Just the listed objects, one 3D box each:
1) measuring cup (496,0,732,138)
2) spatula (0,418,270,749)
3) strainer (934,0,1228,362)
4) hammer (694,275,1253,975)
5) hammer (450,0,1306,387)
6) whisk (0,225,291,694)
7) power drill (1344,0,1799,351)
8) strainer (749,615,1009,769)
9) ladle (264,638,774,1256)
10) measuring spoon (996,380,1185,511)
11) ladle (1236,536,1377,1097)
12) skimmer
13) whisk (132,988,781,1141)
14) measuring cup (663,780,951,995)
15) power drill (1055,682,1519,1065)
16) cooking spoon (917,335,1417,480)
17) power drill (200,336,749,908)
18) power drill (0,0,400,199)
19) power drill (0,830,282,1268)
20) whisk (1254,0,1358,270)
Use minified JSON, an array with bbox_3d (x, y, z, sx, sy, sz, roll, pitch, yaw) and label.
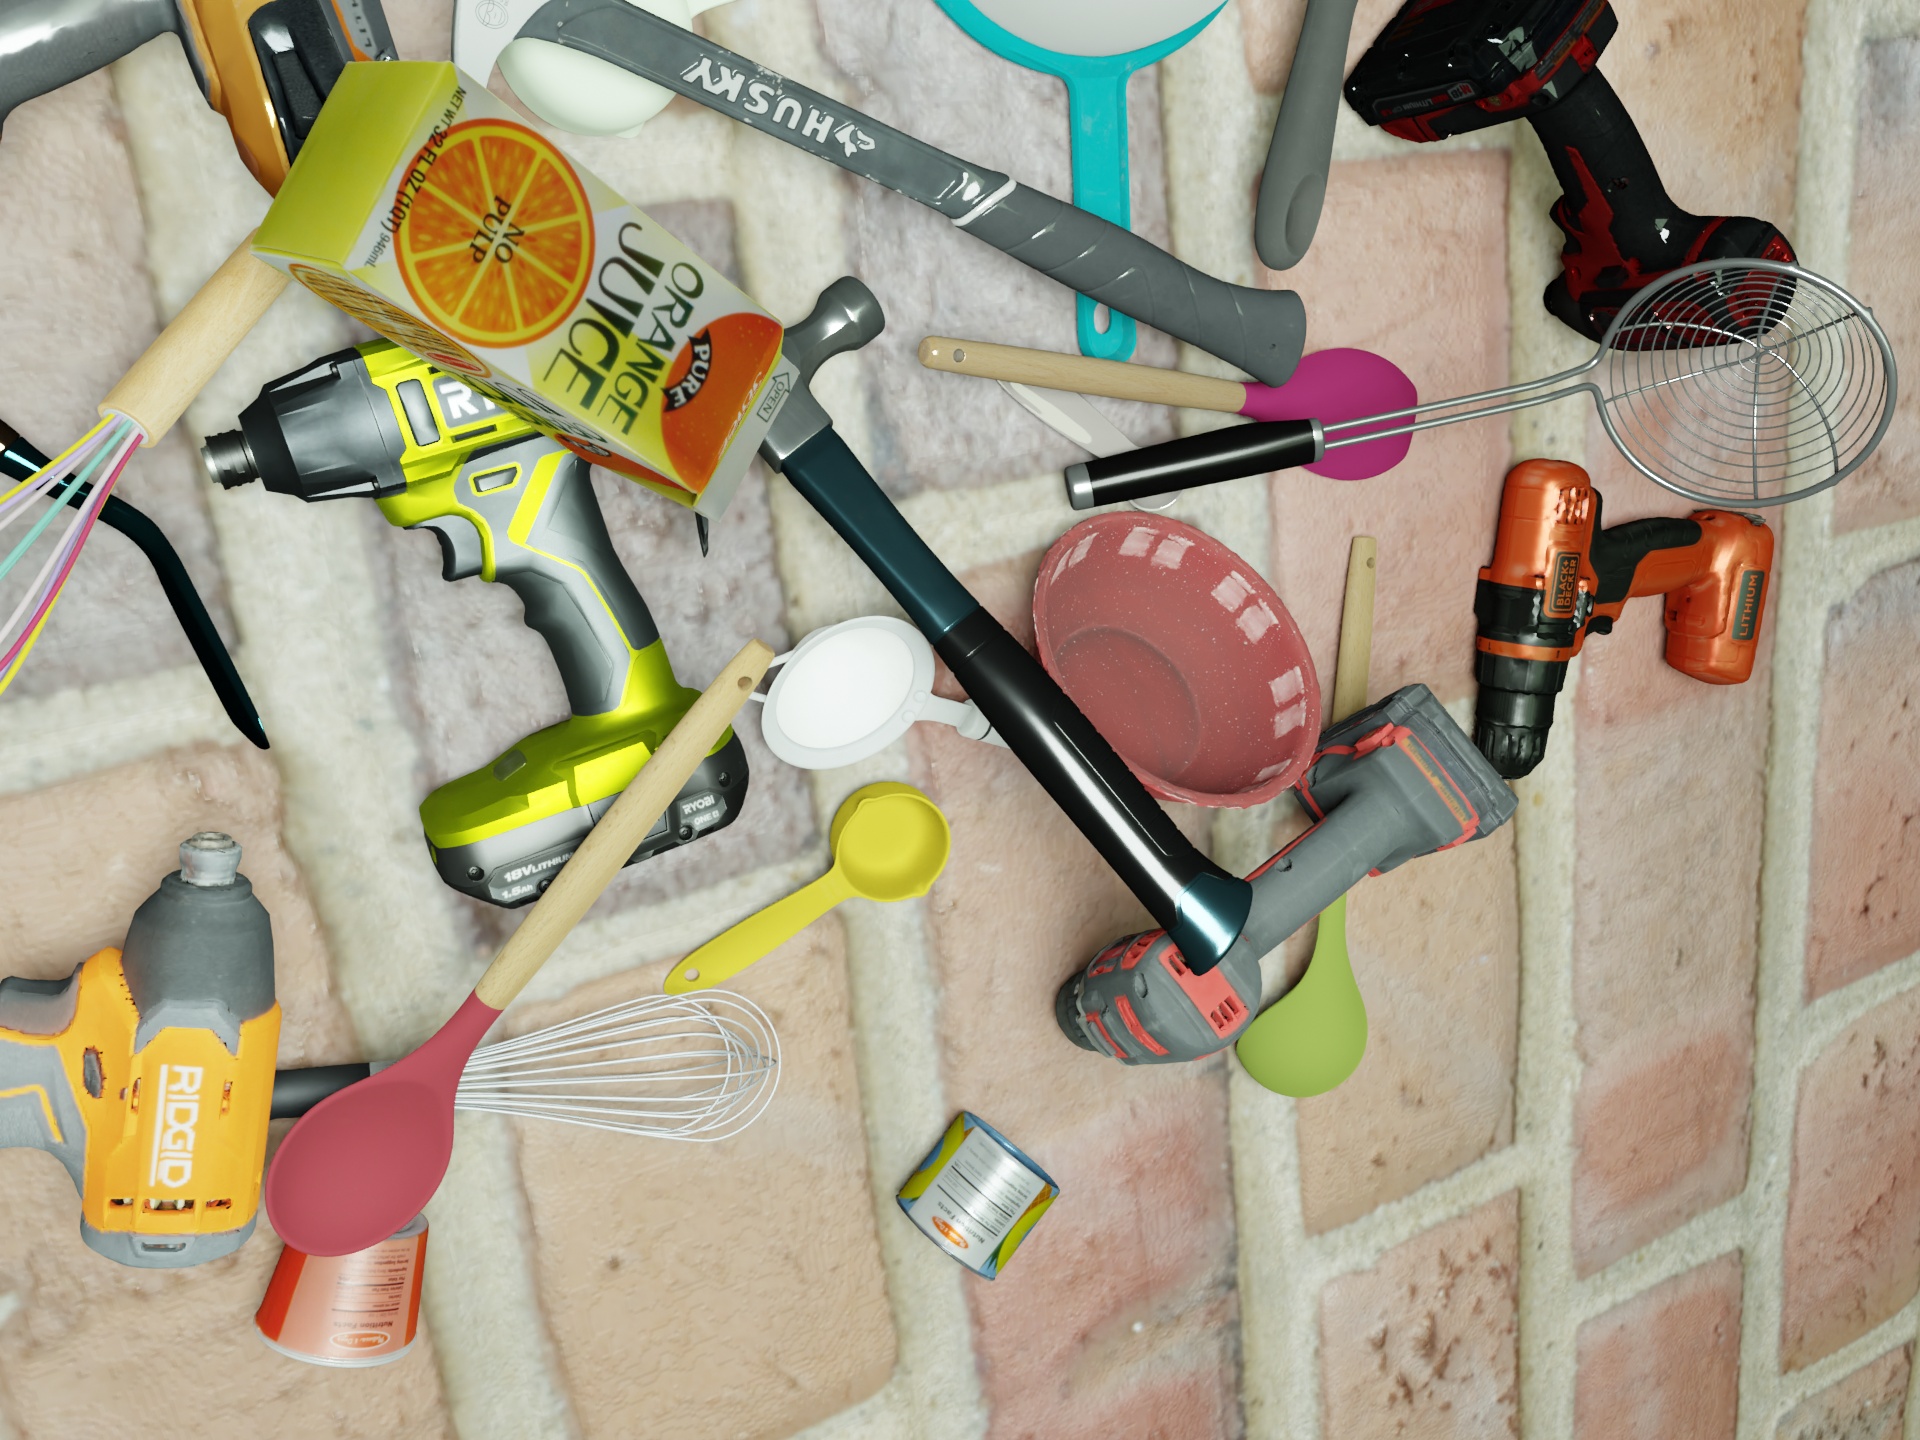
[{"bbox_3d":[-0.105,-0.293,0.635,0.167,0.038,0.083,-30,115,-14],"label":"measuring cup"},{"bbox_3d":[-0.364,-0.103,0.553,0.317,0.082,0.044,42,72,-24],"label":"spatula"},{"bbox_3d":[0.076,-0.323,0.683,0.211,0.095,0.340,-12,111,-23],"label":"strainer"},{"bbox_3d":[0.009,-0.031,0.679,0.128,0.033,0.331,-40,87,-14],"label":"hammer"},{"bbox_3d":[-0.009,-0.219,0.662,0.408,0.036,0.149,15,118,-32],"label":"hammer"},{"bbox_3d":[-0.298,-0.087,0.539,0.047,0.051,0.245,33,58,-16],"label":"whisk"},{"bbox_3d":[0.302,-0.271,0.794,0.219,0.143,0.078,40,85,-23],"label":"power drill"},{"bbox_3d":[-0.001,-0.002,0.768,0.258,0.050,0.087,16,118,-35],"label":"strainer"},{"bbox_3d":[-0.172,0.091,0.629,0.069,0.031,0.315,32,104,-34],"label":"ladle"},{"bbox_3d":[0.061,-0.145,0.775,0.124,0.018,0.034,32,108,-23],"label":"measuring spoon"},{"bbox_3d":[0.204,0.057,0.892,0.078,0.062,0.320,1,97,-25],"label":"ladle"},{"bbox_3d":[0.233,-0.130,0.741,0.363,0.090,0.127,-11,128,1],"label":"skimmer"},{"bbox_3d":[-0.217,0.160,0.697,0.284,0.070,0.070,0,104,-21],"label":"whisk"},{"bbox_3d":[-0.077,0.083,0.767,0.156,0.029,0.062,-32,116,-2],"label":"measuring cup"},{"bbox_3d":[0.147,0.090,0.796,0.227,0.188,0.080,-37,86,-18],"label":"power drill"},{"bbox_3d":[0.116,-0.161,0.779,0.318,0.017,0.068,0,103,-33],"label":"cooking spoon"},{"bbox_3d":[-0.185,-0.047,0.645,0.171,0.080,0.223,-21,109,-20],"label":"power drill"},{"bbox_3d":[-0.302,-0.194,0.523,0.226,0.084,0.185,-19,97,-20],"label":"power drill"},{"bbox_3d":[-0.369,0.112,0.578,0.226,0.084,0.164,8,99,-20],"label":"power drill"},{"bbox_3d":[0.177,-0.354,0.730,0.073,0.073,0.296,10,93,-28],"label":"whisk"}]
